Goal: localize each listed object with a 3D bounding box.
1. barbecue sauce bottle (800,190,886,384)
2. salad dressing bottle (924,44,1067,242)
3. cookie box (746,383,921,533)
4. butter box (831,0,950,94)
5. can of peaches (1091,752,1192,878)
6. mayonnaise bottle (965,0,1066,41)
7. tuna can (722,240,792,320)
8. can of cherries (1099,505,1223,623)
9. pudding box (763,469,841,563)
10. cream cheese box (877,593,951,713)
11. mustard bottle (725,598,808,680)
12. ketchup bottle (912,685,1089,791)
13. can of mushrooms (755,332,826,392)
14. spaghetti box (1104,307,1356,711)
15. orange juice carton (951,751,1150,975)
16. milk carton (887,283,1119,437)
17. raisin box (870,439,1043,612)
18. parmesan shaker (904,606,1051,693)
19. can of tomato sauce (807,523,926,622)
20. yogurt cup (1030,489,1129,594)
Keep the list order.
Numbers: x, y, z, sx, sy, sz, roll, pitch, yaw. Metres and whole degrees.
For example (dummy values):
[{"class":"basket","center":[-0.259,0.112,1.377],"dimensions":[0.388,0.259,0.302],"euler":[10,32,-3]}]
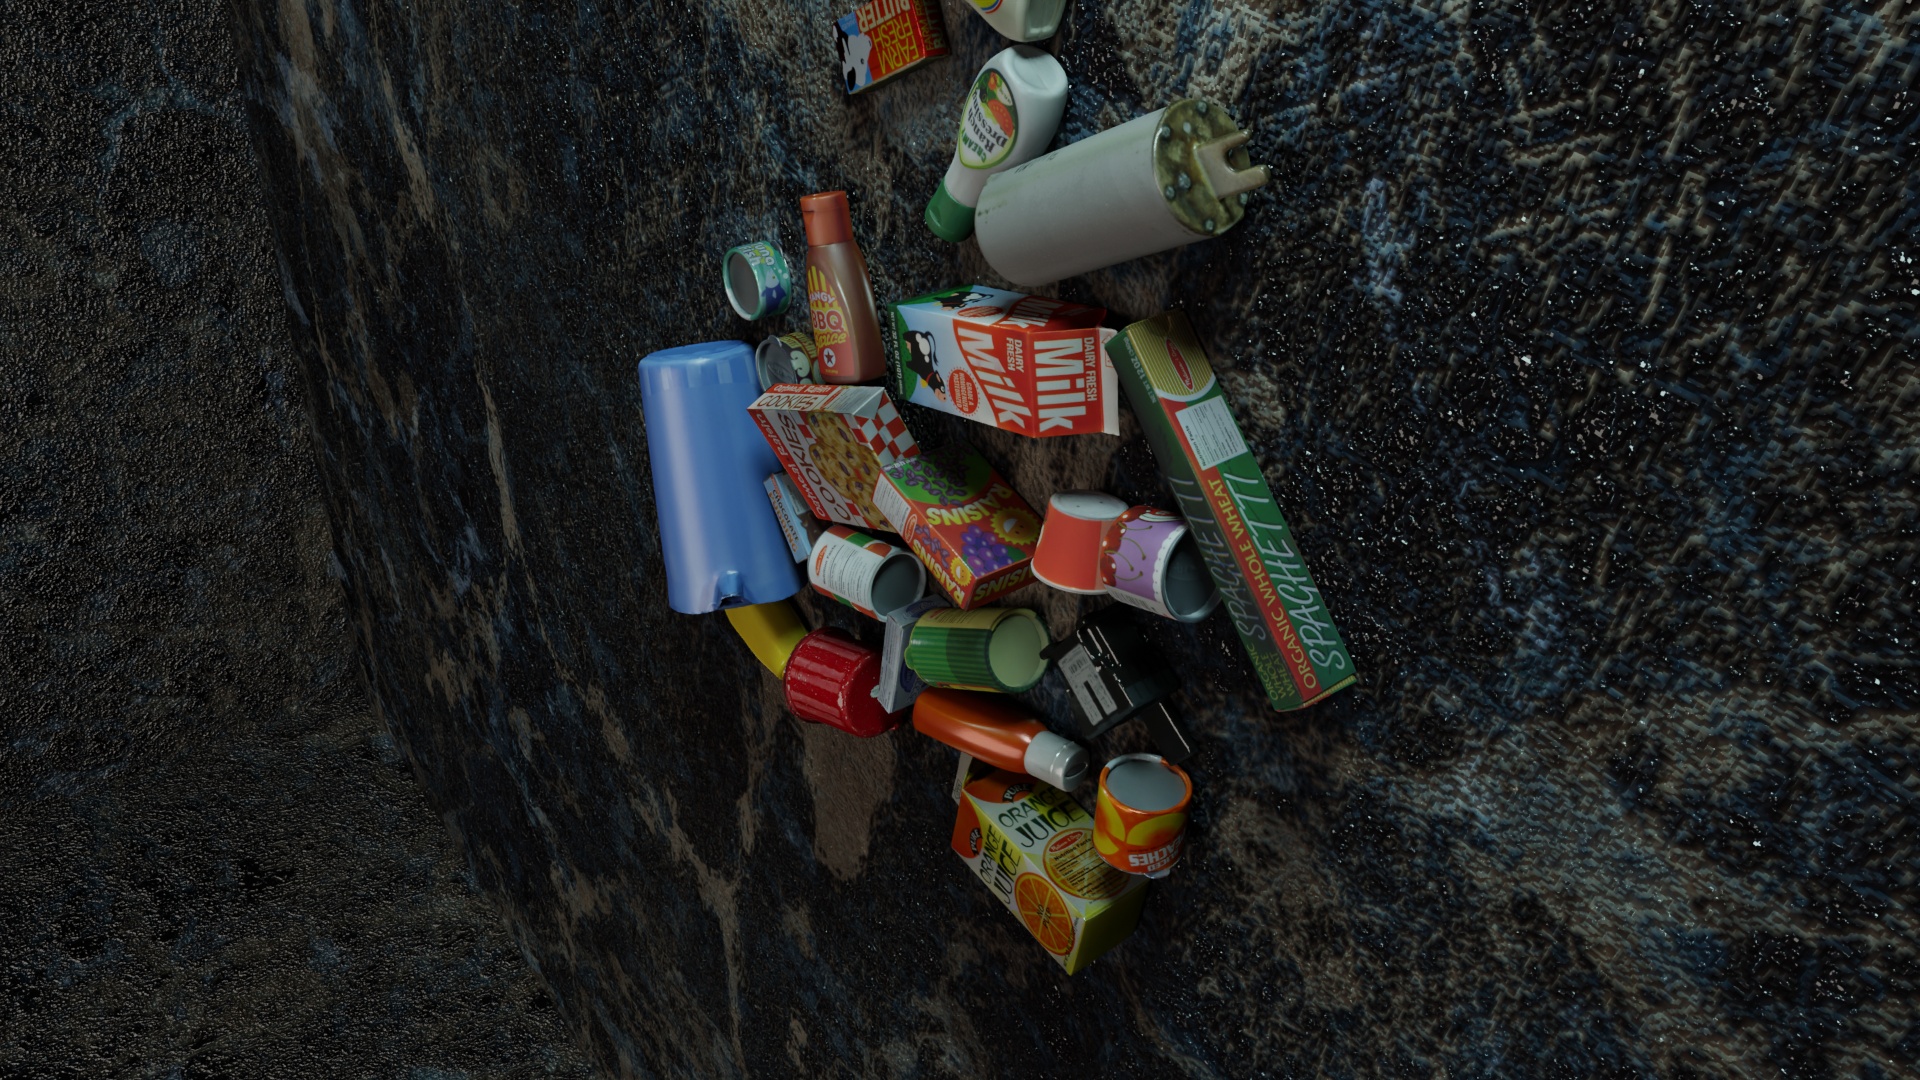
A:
[{"class":"barbecue sauce bottle","center":[-0.097,-0.201,1.108],"dimensions":[0.065,0.044,0.148],"euler":[14,118,49]},{"class":"salad dressing bottle","center":[0.019,-0.256,0.913],"dimensions":[0.064,0.044,0.147],"euler":[60,146,15]},{"class":"cookie box","center":[-0.093,-0.069,1.146],"dimensions":[0.167,0.040,0.122],"euler":[10,137,52]},{"class":"butter box","center":[-0.050,-0.352,0.975],"dimensions":[0.103,0.024,0.053],"euler":[1,109,55]},{"class":"can of peaches","center":[0.130,0.194,0.985],"dimensions":[0.071,0.071,0.057],"euler":[34,133,40]},{"class":"mayonnaise bottle","center":[0.007,-0.368,0.871],"dimensions":[0.148,0.041,0.064],"euler":[43,141,33]},{"class":"tuna can","center":[-0.178,-0.229,1.217],"dimensions":[0.071,0.033,0.070],"euler":[32,132,42]},{"class":"can of cherries","center":[0.132,0.012,0.885],"dimensions":[0.058,0.072,0.071],"euler":[18,122,51]},{"class":"pudding box","center":[-0.139,-0.026,1.259],"dimensions":[0.030,0.050,0.083],"euler":[-28,84,58]},{"class":"cream cheese box","center":[-0.040,0.097,1.184],"dimensions":[0.024,0.053,0.103],"euler":[43,139,36]},{"class":"mustard bottle","center":[-0.181,0.098,1.389],"dimensions":[0.160,0.049,0.065],"euler":[51,143,24]},{"class":"ketchup bottle","center":[0.034,0.155,1.108],"dimensions":[0.149,0.065,0.043],"euler":[20,113,39]},{"class":"can of mushrooms","center":[-0.149,-0.150,1.219],"dimensions":[0.071,0.033,0.070],"euler":[32,132,43]},{"class":"spaghetti box","center":[0.162,-0.019,0.837],"dimensions":[0.028,0.050,0.250],"euler":[-31,82,58]},{"class":"orange juice carton","center":[0.057,0.243,1.111],"dimensions":[0.193,0.073,0.071],"euler":[41,138,36]},{"class":"milk carton","center":[0.038,-0.121,0.934],"dimensions":[0.191,0.074,0.072],"euler":[23,125,47]},{"class":"raisin box","center":[0.004,-0.013,1.032],"dimensions":[0.124,0.086,0.039],"euler":[48,140,28]},{"class":"parmesan shaker","center":[0.013,0.086,1.086],"dimensions":[0.103,0.071,0.071],"euler":[-3,105,55]},{"class":"can of tomato sauce","center":[-0.078,0.028,1.187],"dimensions":[0.083,0.071,0.071],"euler":[21,124,44]},{"class":"yogurt cup","center":[0.085,-0.001,0.946],"dimensions":[0.072,0.072,0.053],"euler":[30,123,43]}]
